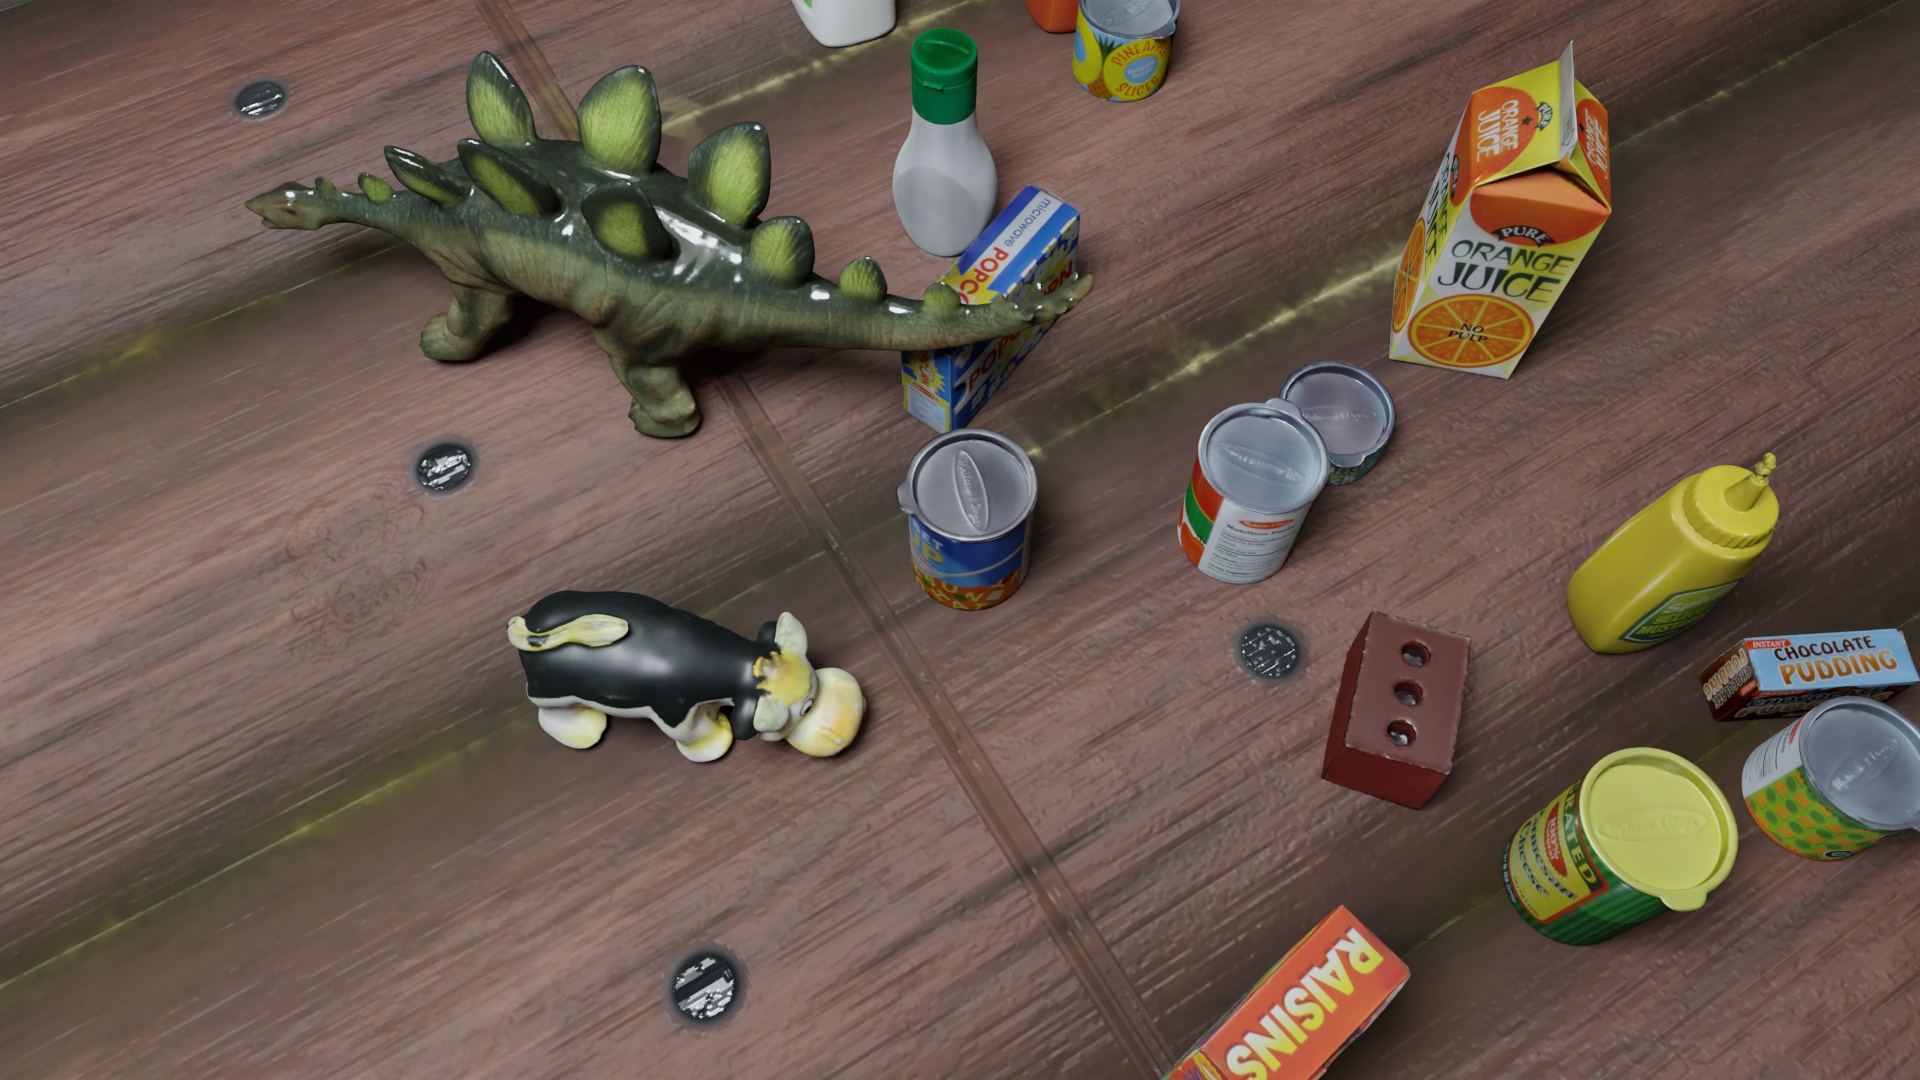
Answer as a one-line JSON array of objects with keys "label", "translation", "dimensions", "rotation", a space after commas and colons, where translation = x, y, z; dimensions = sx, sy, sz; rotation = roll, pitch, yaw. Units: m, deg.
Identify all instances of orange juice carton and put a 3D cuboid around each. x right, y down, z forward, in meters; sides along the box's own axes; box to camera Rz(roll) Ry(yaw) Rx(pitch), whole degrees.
[{"label": "orange juice carton", "translation": [0.298, -0.176, 0.761], "dimensions": [0.073, 0.191, 0.072], "rotation": [10, 62, 5]}]

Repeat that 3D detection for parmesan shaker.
[{"label": "parmesan shaker", "translation": [0.298, 0.146, 0.637], "dimensions": [0.071, 0.102, 0.071], "rotation": [0, 62, 0]}]

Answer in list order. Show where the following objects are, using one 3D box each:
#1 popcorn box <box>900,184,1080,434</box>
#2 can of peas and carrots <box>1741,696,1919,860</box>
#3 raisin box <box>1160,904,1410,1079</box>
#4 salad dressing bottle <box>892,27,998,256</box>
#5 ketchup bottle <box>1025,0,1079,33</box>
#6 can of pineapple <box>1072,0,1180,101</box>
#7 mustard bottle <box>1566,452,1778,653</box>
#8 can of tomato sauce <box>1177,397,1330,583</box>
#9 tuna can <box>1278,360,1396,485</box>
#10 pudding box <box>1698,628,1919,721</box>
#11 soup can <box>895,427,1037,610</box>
[{"label": "popcorn box", "translation": [0.018, -0.130, 0.793], "dimensions": [0.038, 0.085, 0.127], "rotation": [33, 66, 16]}, {"label": "can of peas and carrots", "translation": [0.431, 0.119, 0.678], "dimensions": [0.071, 0.058, 0.071], "rotation": [0, 62, 0]}, {"label": "raisin box", "translation": [0.134, 0.209, 0.589], "dimensions": [0.086, 0.122, 0.040], "rotation": [-37, 68, -18]}, {"label": "salad dressing bottle", "translation": [-0.009, -0.230, 0.812], "dimensions": [0.064, 0.147, 0.044], "rotation": [18, 63, 9]}, {"label": "ketchup bottle", "translation": [0.068, -0.410, 0.910], "dimensions": [0.043, 0.148, 0.065], "rotation": [-11, 63, -6]}, {"label": "can of pineapple", "translation": [0.109, -0.333, 0.920], "dimensions": [0.071, 0.057, 0.071], "rotation": [0, 62, 0]}, {"label": "mustard bottle", "translation": [0.356, 0.005, 0.682], "dimensions": [0.065, 0.159, 0.049], "rotation": [-13, 63, -7]}, {"label": "can of tomato sauce", "translation": [0.154, -0.025, 0.739], "dimensions": [0.071, 0.082, 0.071], "rotation": [0, 62, 0]}, {"label": "tuna can", "translation": [0.211, -0.064, 0.790], "dimensions": [0.071, 0.032, 0.071], "rotation": [0, 62, -1]}, {"label": "pudding box", "translation": [0.433, 0.069, 0.711], "dimensions": [0.084, 0.049, 0.030], "rotation": [-3, 62, -2]}, {"label": "soup can", "translation": [0.003, -0.009, 0.728], "dimensions": [0.071, 0.083, 0.071], "rotation": [0, 62, 0]}]
